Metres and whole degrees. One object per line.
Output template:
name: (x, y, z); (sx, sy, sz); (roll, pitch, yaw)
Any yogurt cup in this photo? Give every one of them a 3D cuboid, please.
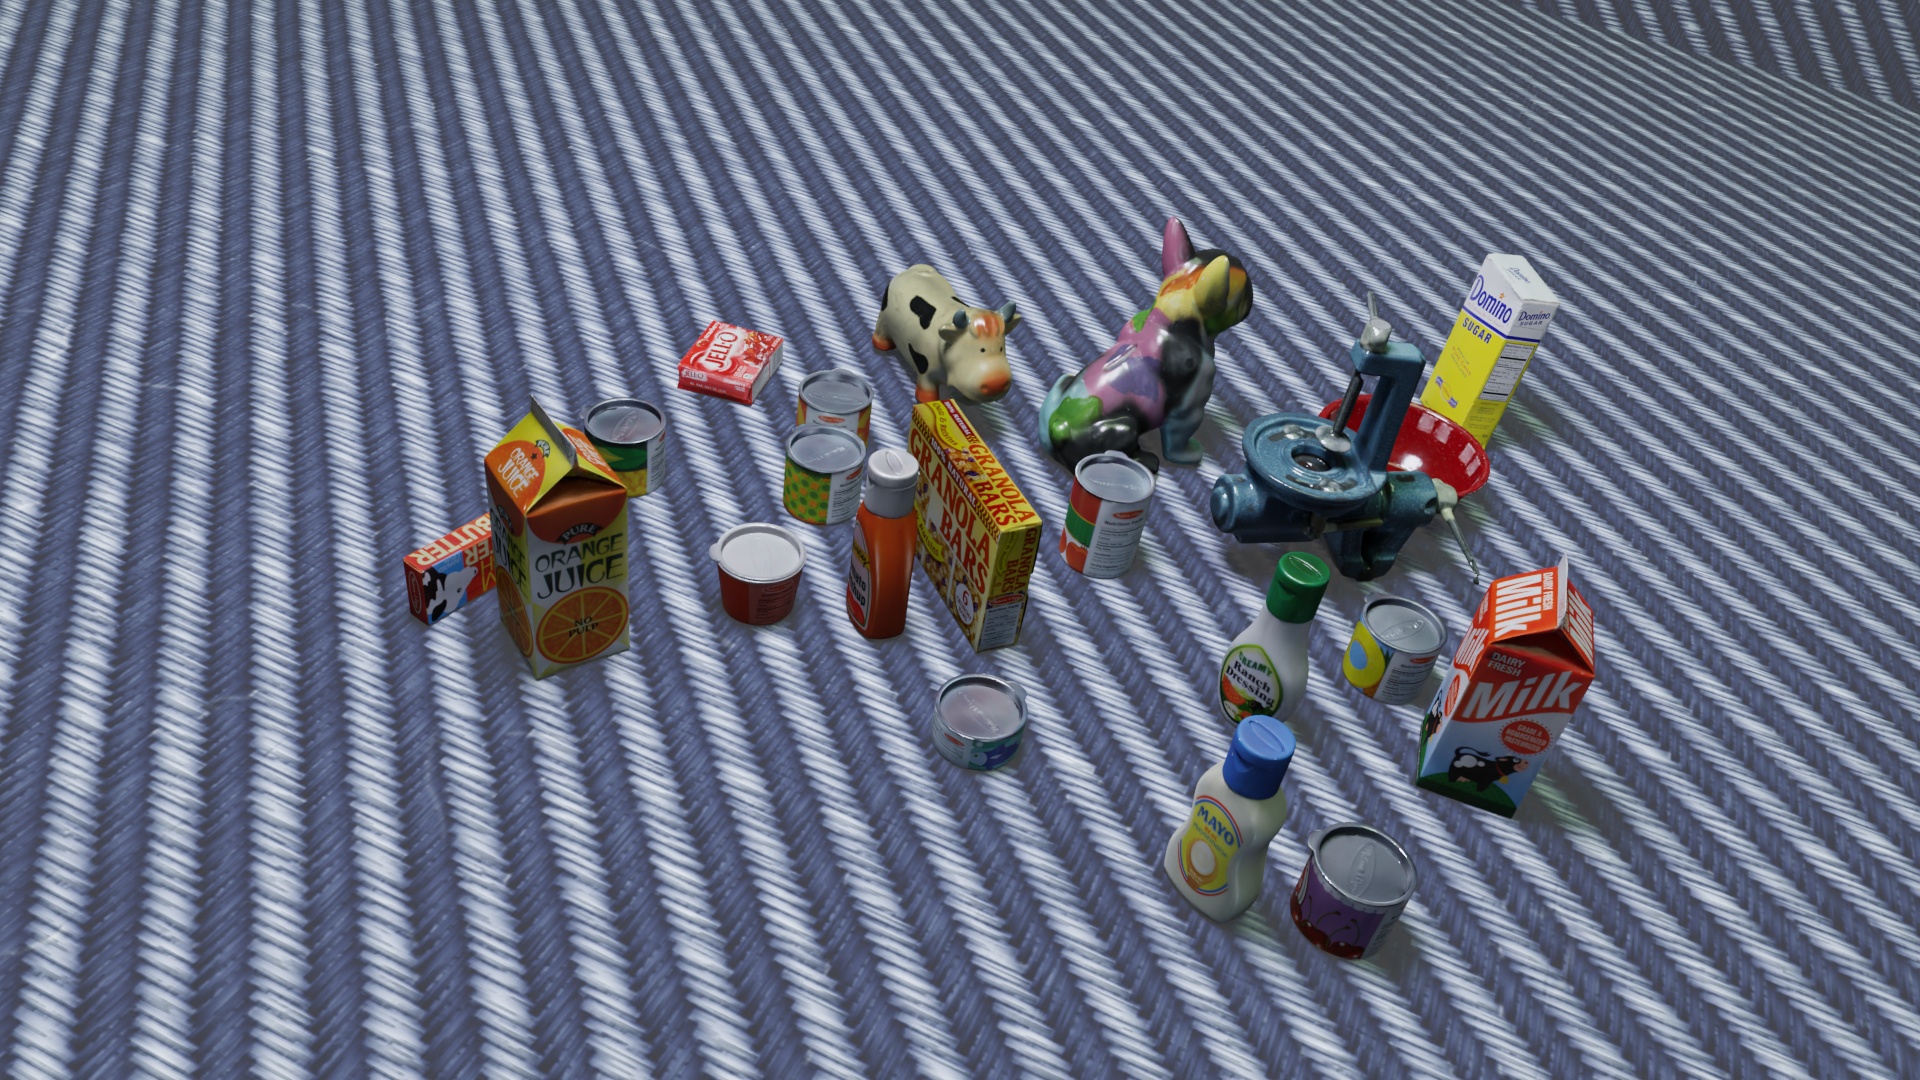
yogurt cup: (-0.153, 0.027, 1.055); (0.072, 0.053, 0.073); (6, 39, -5)

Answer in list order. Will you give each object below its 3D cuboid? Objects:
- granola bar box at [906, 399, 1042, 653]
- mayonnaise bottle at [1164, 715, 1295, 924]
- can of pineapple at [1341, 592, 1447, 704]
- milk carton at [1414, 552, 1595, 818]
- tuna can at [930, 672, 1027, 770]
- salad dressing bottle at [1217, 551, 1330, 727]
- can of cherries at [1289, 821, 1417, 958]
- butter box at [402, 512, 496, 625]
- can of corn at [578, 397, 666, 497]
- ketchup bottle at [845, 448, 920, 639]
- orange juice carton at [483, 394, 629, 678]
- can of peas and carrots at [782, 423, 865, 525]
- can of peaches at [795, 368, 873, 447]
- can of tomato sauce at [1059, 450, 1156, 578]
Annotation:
granola bar box: (0.004, -0.014, 1.084); (0.039, 0.123, 0.166); (-10, 42, -23)
mayonnaise bottle: (0.172, 0.173, 0.870); (0.041, 0.147, 0.065); (-20, 47, -32)
can of pineapple: (0.338, 0.084, 1.088); (0.071, 0.057, 0.071); (6, 39, -5)
milk carton: (0.387, 0.099, 0.974); (0.073, 0.189, 0.073); (18, 39, 10)
tuna can: (0.015, 0.127, 0.984); (0.071, 0.032, 0.071); (6, 39, -5)
salad dressing bottle: (0.228, 0.074, 1.005); (0.044, 0.146, 0.064); (-25, 50, -36)
can of cherries: (0.250, 0.224, 0.895); (0.071, 0.058, 0.072); (6, 39, -5)
butter box: (-0.360, 0.015, 1.027); (0.024, 0.052, 0.104); (29, 42, 23)
can of corn: (-0.281, -0.078, 1.155); (0.071, 0.058, 0.071); (6, 39, -5)
ketchup bottle: (-0.056, 0.001, 1.033); (0.043, 0.148, 0.065); (-7, 41, -21)
orange juice carton: (-0.277, -0.004, 0.957); (0.073, 0.191, 0.072); (-19, 46, -31)
can of peas and carrots: (-0.116, -0.056, 1.163); (0.071, 0.058, 0.071); (6, 39, -5)
can of peaches: (-0.112, -0.110, 1.232); (0.071, 0.057, 0.071); (6, 39, -5)
can of tomato sauce: (0.120, -0.021, 1.152); (0.071, 0.082, 0.071); (6, 39, -5)
